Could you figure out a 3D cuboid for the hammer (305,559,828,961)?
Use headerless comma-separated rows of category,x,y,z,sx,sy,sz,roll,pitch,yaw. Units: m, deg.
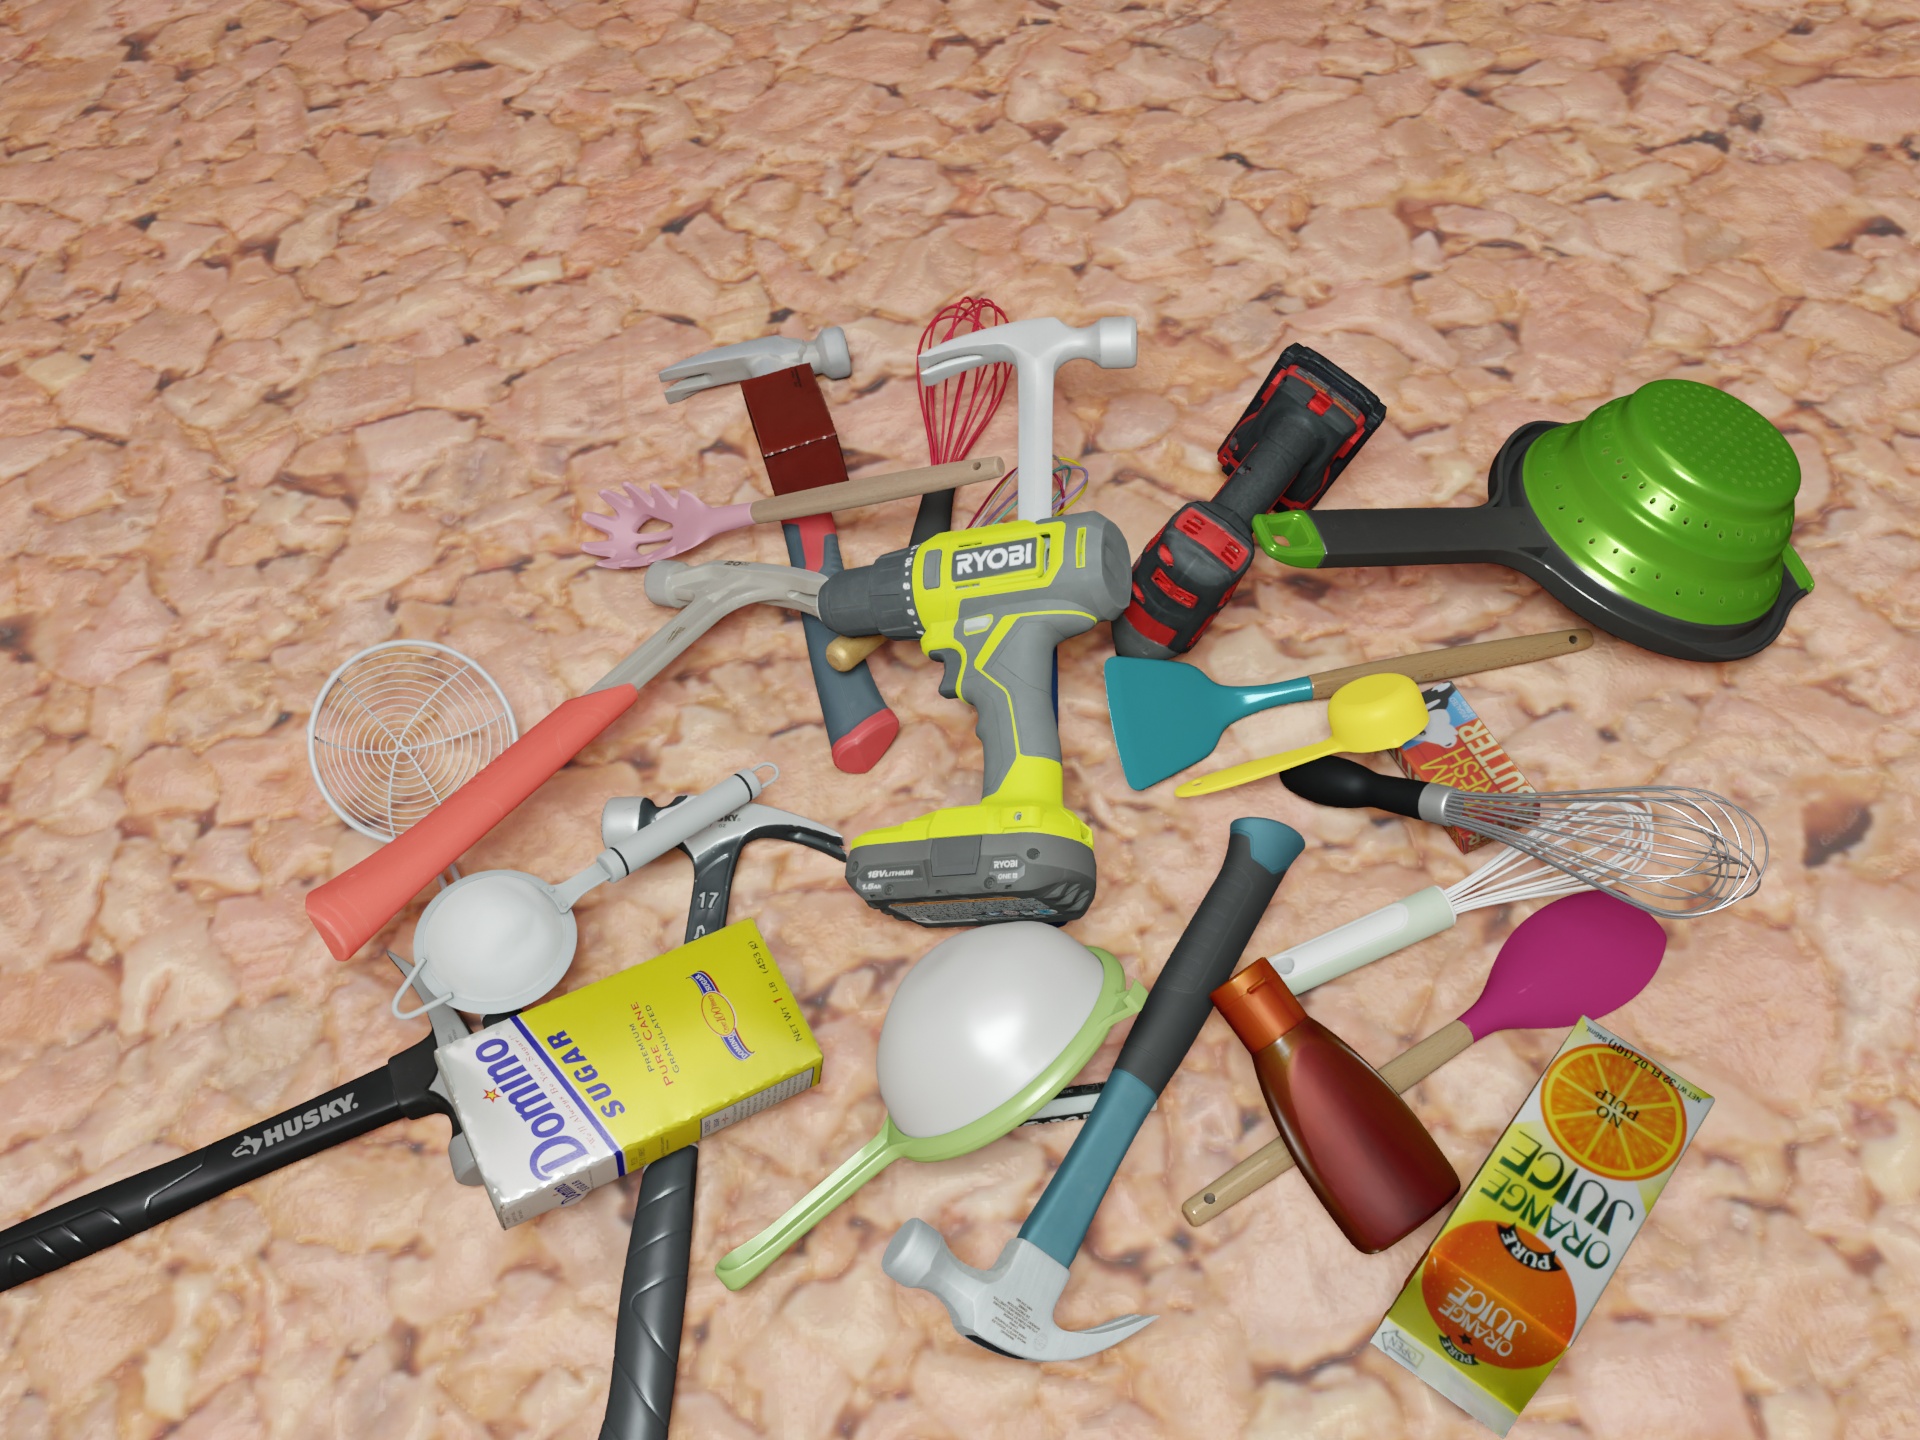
hammer,-0.226,0.010,0.927,0.149,0.036,0.359,10,41,33

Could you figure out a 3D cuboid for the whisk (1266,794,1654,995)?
whisk,0.278,0.100,0.892,0.246,0.059,0.058,-23,41,-5

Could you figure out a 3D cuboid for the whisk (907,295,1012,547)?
whisk,-0.010,-0.187,1.119,0.073,0.073,0.296,5,62,9

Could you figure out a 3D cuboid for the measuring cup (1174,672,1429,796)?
measuring cup,0.198,0.009,0.939,0.156,0.029,0.062,-19,20,2

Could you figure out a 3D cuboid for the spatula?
spatula,0.244,-0.024,0.984,0.317,0.044,0.082,-11,85,-5

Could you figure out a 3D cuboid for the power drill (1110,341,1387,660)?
power drill,0.172,-0.127,1.012,0.078,0.143,0.220,37,60,5

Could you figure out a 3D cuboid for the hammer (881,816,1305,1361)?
hammer,0.096,0.178,0.828,0.128,0.033,0.331,39,61,-6

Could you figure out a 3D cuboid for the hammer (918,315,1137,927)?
hammer,0.039,-0.073,0.985,0.144,0.035,0.406,-1,69,7

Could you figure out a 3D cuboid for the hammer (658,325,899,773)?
hammer,-0.118,-0.125,1.094,0.143,0.038,0.387,-13,55,-2

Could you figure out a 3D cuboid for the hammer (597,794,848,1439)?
hammer,-0.148,0.217,0.858,0.149,0.036,0.409,0,55,4

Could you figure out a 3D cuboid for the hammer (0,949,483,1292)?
hammer,-0.420,0.245,0.864,0.335,0.035,0.146,-23,57,-10

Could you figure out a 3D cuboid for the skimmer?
skimmer,-0.276,0.102,0.904,0.127,0.090,0.364,-6,45,-34

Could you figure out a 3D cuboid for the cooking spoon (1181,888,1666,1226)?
cooking spoon,0.251,0.180,0.854,0.319,0.017,0.069,-29,57,-14

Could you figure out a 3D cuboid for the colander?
colander,0.363,-0.137,0.948,0.397,0.094,0.205,-4,54,-20

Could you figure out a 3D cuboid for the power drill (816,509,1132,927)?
power drill,-0.001,-0.003,0.906,0.190,0.080,0.229,-7,68,25

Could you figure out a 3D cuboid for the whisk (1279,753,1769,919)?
whisk,0.289,0.053,0.863,0.285,0.070,0.070,12,52,47

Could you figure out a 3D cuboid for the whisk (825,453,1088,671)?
whisk,-0.001,-0.108,1.047,0.047,0.051,0.245,47,61,3

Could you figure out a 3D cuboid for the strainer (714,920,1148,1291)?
strainer,-0.034,0.182,0.808,0.256,0.151,0.069,-39,103,-10

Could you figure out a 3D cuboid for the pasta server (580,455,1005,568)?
pasta server,-0.116,-0.142,1.041,0.316,0.040,0.060,-6,78,29

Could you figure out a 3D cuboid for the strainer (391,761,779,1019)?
strainer,-0.203,0.083,0.892,0.258,0.050,0.087,-32,66,-34
